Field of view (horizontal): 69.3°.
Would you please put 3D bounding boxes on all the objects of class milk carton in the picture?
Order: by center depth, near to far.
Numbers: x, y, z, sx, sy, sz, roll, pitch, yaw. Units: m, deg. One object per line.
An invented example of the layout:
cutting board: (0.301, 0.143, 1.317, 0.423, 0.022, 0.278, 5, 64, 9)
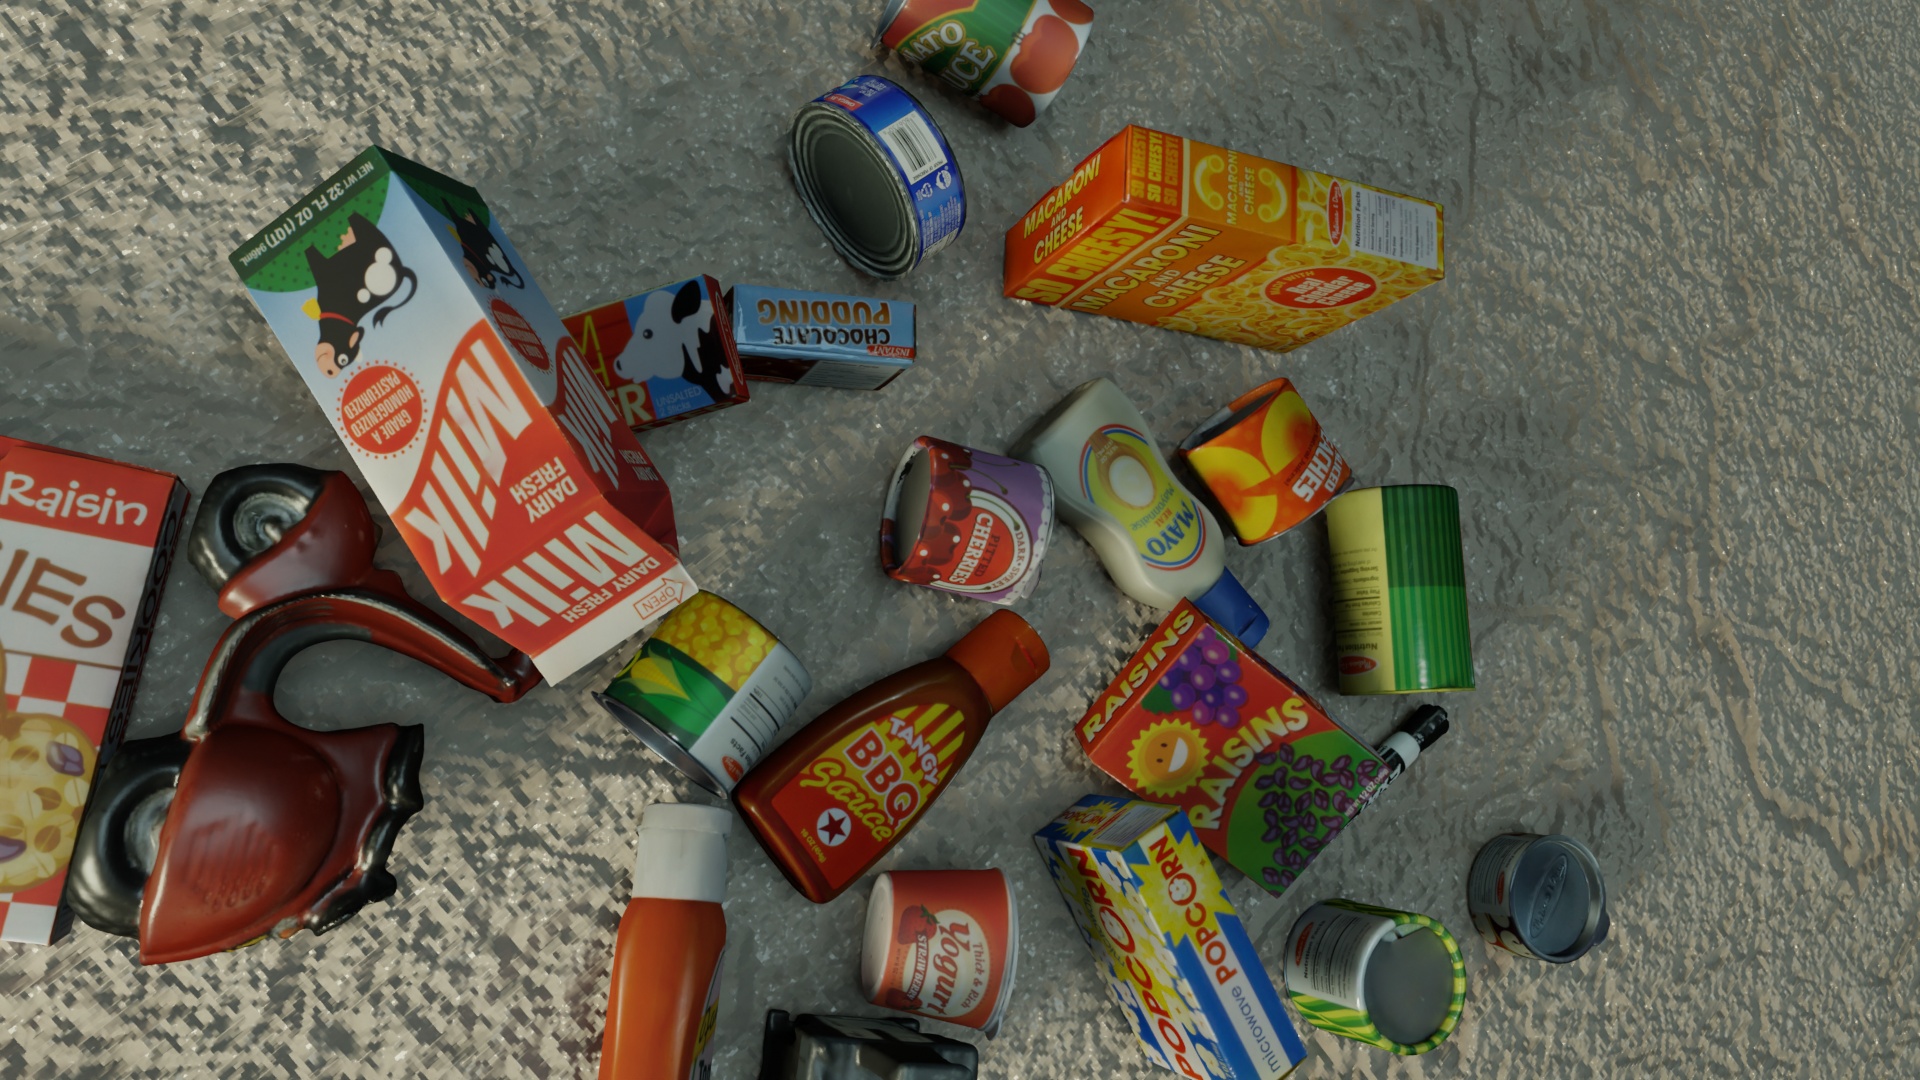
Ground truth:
milk carton: (-0.176, -0.043, 0.519, 0.072, 0.073, 0.190, -33, 87, 8)

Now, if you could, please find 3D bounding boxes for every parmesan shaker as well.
parmesan shaker: (0.225, 0.026, 0.707, 0.071, 0.071, 0.103, 1, 82, -23)

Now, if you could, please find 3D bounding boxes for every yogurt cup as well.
yogurt cup: (-0.011, 0.171, 0.592, 0.054, 0.072, 0.072, 10, 79, -13)

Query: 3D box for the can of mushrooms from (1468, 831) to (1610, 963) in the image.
can of mushrooms: (0.308, 0.191, 0.739, 0.071, 0.033, 0.071, 4, 81, -23)

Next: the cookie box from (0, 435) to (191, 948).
cookie box: (-0.355, 0.045, 0.476, 0.123, 0.040, 0.167, 13, 78, -21)

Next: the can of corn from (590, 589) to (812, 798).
can of corn: (-0.105, 0.061, 0.567, 0.071, 0.071, 0.058, 43, 69, -12)

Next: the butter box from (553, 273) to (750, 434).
butter box: (-0.142, -0.068, 0.566, 0.103, 0.024, 0.053, -16, 89, 7)

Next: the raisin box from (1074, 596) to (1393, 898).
raisin box: (0.128, 0.098, 0.657, 0.123, 0.040, 0.086, 37, 98, -15)

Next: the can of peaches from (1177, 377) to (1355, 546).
can of peaches: (0.151, -0.040, 0.685, 0.071, 0.071, 0.058, -39, 97, -22)

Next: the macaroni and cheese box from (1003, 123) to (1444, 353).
macaroni and cheese box: (0.121, -0.137, 0.657, 0.167, 0.123, 0.040, 8, 77, -22)

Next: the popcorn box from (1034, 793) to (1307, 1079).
popcorn box: (0.092, 0.180, 0.621, 0.038, 0.085, 0.126, -29, 95, -23)

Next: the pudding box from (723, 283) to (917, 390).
pudding box: (-0.066, -0.088, 0.612, 0.084, 0.049, 0.030, 2, 81, -23)

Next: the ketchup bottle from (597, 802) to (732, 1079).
ketchup bottle: (-0.117, 0.181, 0.549, 0.043, 0.064, 0.149, 5, 72, -3)

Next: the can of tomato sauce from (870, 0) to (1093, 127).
can of tomato sauce: (0.010, -0.243, 0.657, 0.083, 0.071, 0.071, 27, 74, -18)

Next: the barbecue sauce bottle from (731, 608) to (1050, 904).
barbecue sauce bottle: (-0.025, 0.087, 0.608, 0.149, 0.043, 0.064, -38, 107, -23)

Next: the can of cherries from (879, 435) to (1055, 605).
can of cherries: (0.002, -0.008, 0.618, 0.058, 0.071, 0.071, 14, 78, -20)

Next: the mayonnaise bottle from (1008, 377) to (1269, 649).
mayonnaise bottle: (0.091, -0.005, 0.671, 0.065, 0.041, 0.148, -45, 101, -20)

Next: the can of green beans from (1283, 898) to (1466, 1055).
can of green beans: (0.202, 0.212, 0.678, 0.071, 0.057, 0.071, 3, 82, -23)
